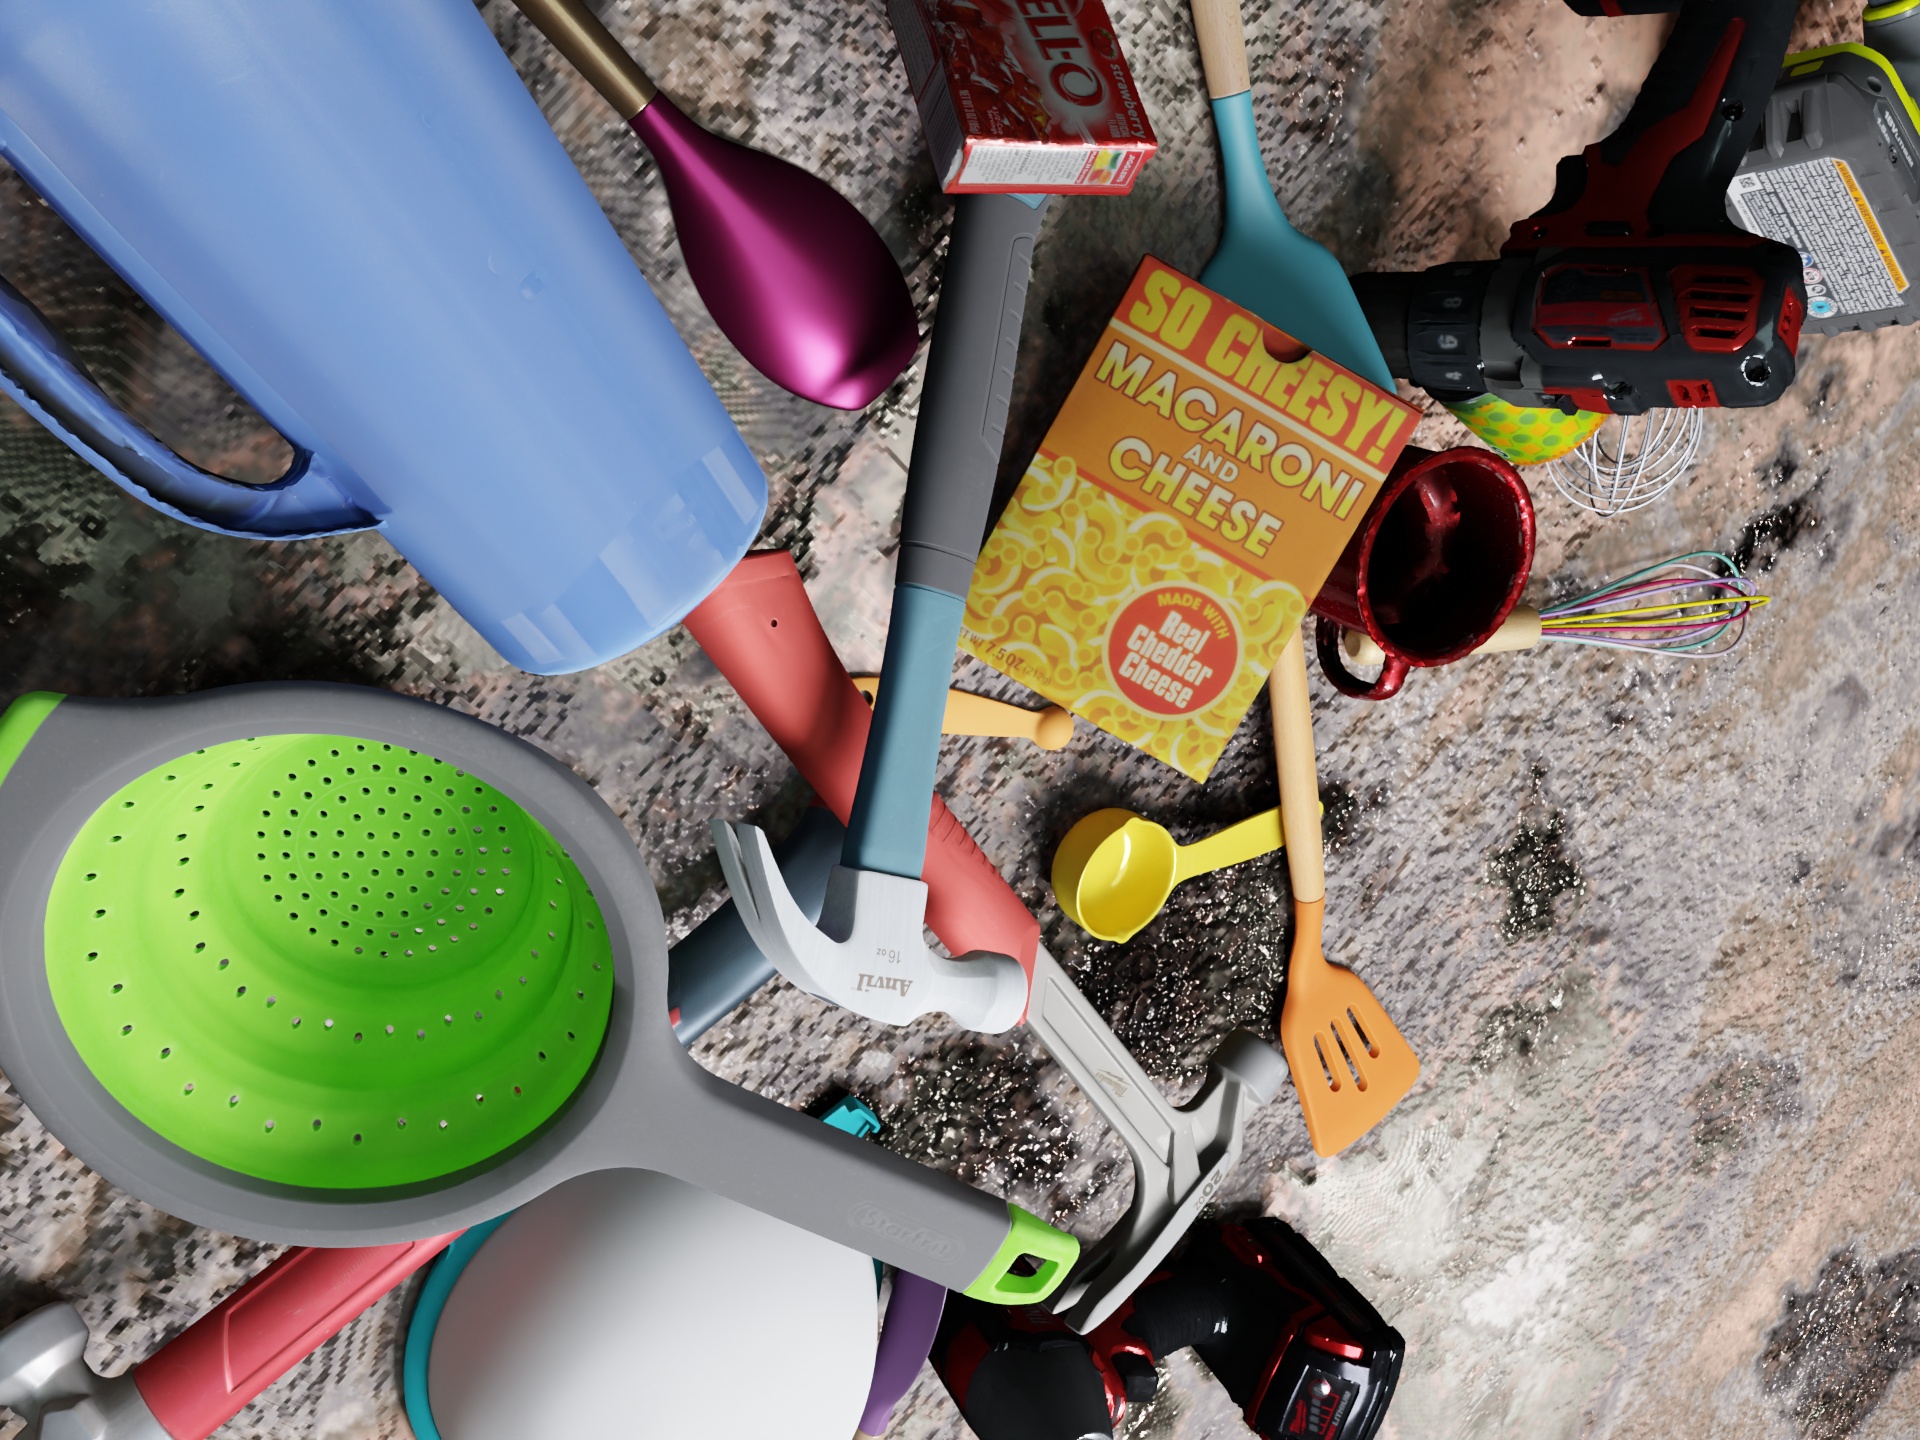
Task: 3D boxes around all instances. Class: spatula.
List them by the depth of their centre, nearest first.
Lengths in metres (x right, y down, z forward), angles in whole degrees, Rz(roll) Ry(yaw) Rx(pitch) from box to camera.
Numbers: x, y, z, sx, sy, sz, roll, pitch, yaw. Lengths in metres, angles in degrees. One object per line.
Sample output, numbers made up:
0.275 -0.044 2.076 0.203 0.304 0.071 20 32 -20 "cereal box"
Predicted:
0.099 -0.263 0.600 0.082 0.044 0.317 -10 114 13 "spatula"
-0.047 0.347 0.738 0.018 0.060 0.315 10 112 -17 "spatula"
0.168 0.065 0.743 0.081 0.041 0.322 -31 125 -27 "spatula"

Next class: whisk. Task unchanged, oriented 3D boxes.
0.319 -0.233 0.715 0.070 0.070 0.284 2 102 -27 "whisk"
0.296 -0.050 0.776 0.245 0.047 0.051 -6 112 -21 "whisk"

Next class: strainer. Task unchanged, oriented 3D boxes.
-0.118 0.335 0.678 0.211 0.095 0.340 -5 109 -25 "strainer"

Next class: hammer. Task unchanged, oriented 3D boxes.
-0.007 -0.059 0.570 0.128 0.033 0.331 14 82 -36 "hammer"
-0.160 0.167 0.600 0.386 0.038 0.143 -38 82 -14 "hammer"
-0.001 0.082 0.625 0.149 0.037 0.358 -46 116 -18 "hammer"

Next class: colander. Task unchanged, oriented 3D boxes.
-0.132 0.102 0.555 0.396 0.095 0.204 28 107 -19 "colander"

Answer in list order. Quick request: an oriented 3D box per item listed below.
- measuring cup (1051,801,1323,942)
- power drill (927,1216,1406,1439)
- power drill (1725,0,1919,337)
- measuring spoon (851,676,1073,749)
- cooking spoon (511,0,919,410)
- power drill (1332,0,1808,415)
0.106 0.056 0.735 0.156 0.029 0.062 -14 117 -34 "measuring cup"
0.092 0.297 0.742 0.219 0.143 0.078 11 105 -31 "power drill"
0.397 -0.303 0.688 0.190 0.080 0.228 39 68 -32 "power drill"
-0.001 -0.002 0.663 0.116 0.011 0.021 9 104 -28 "measuring spoon"
-0.123 -0.222 0.521 0.069 0.017 0.318 -49 122 -4 "cooking spoon"
0.242 -0.233 0.628 0.080 0.188 0.227 14 87 -56 "power drill"
